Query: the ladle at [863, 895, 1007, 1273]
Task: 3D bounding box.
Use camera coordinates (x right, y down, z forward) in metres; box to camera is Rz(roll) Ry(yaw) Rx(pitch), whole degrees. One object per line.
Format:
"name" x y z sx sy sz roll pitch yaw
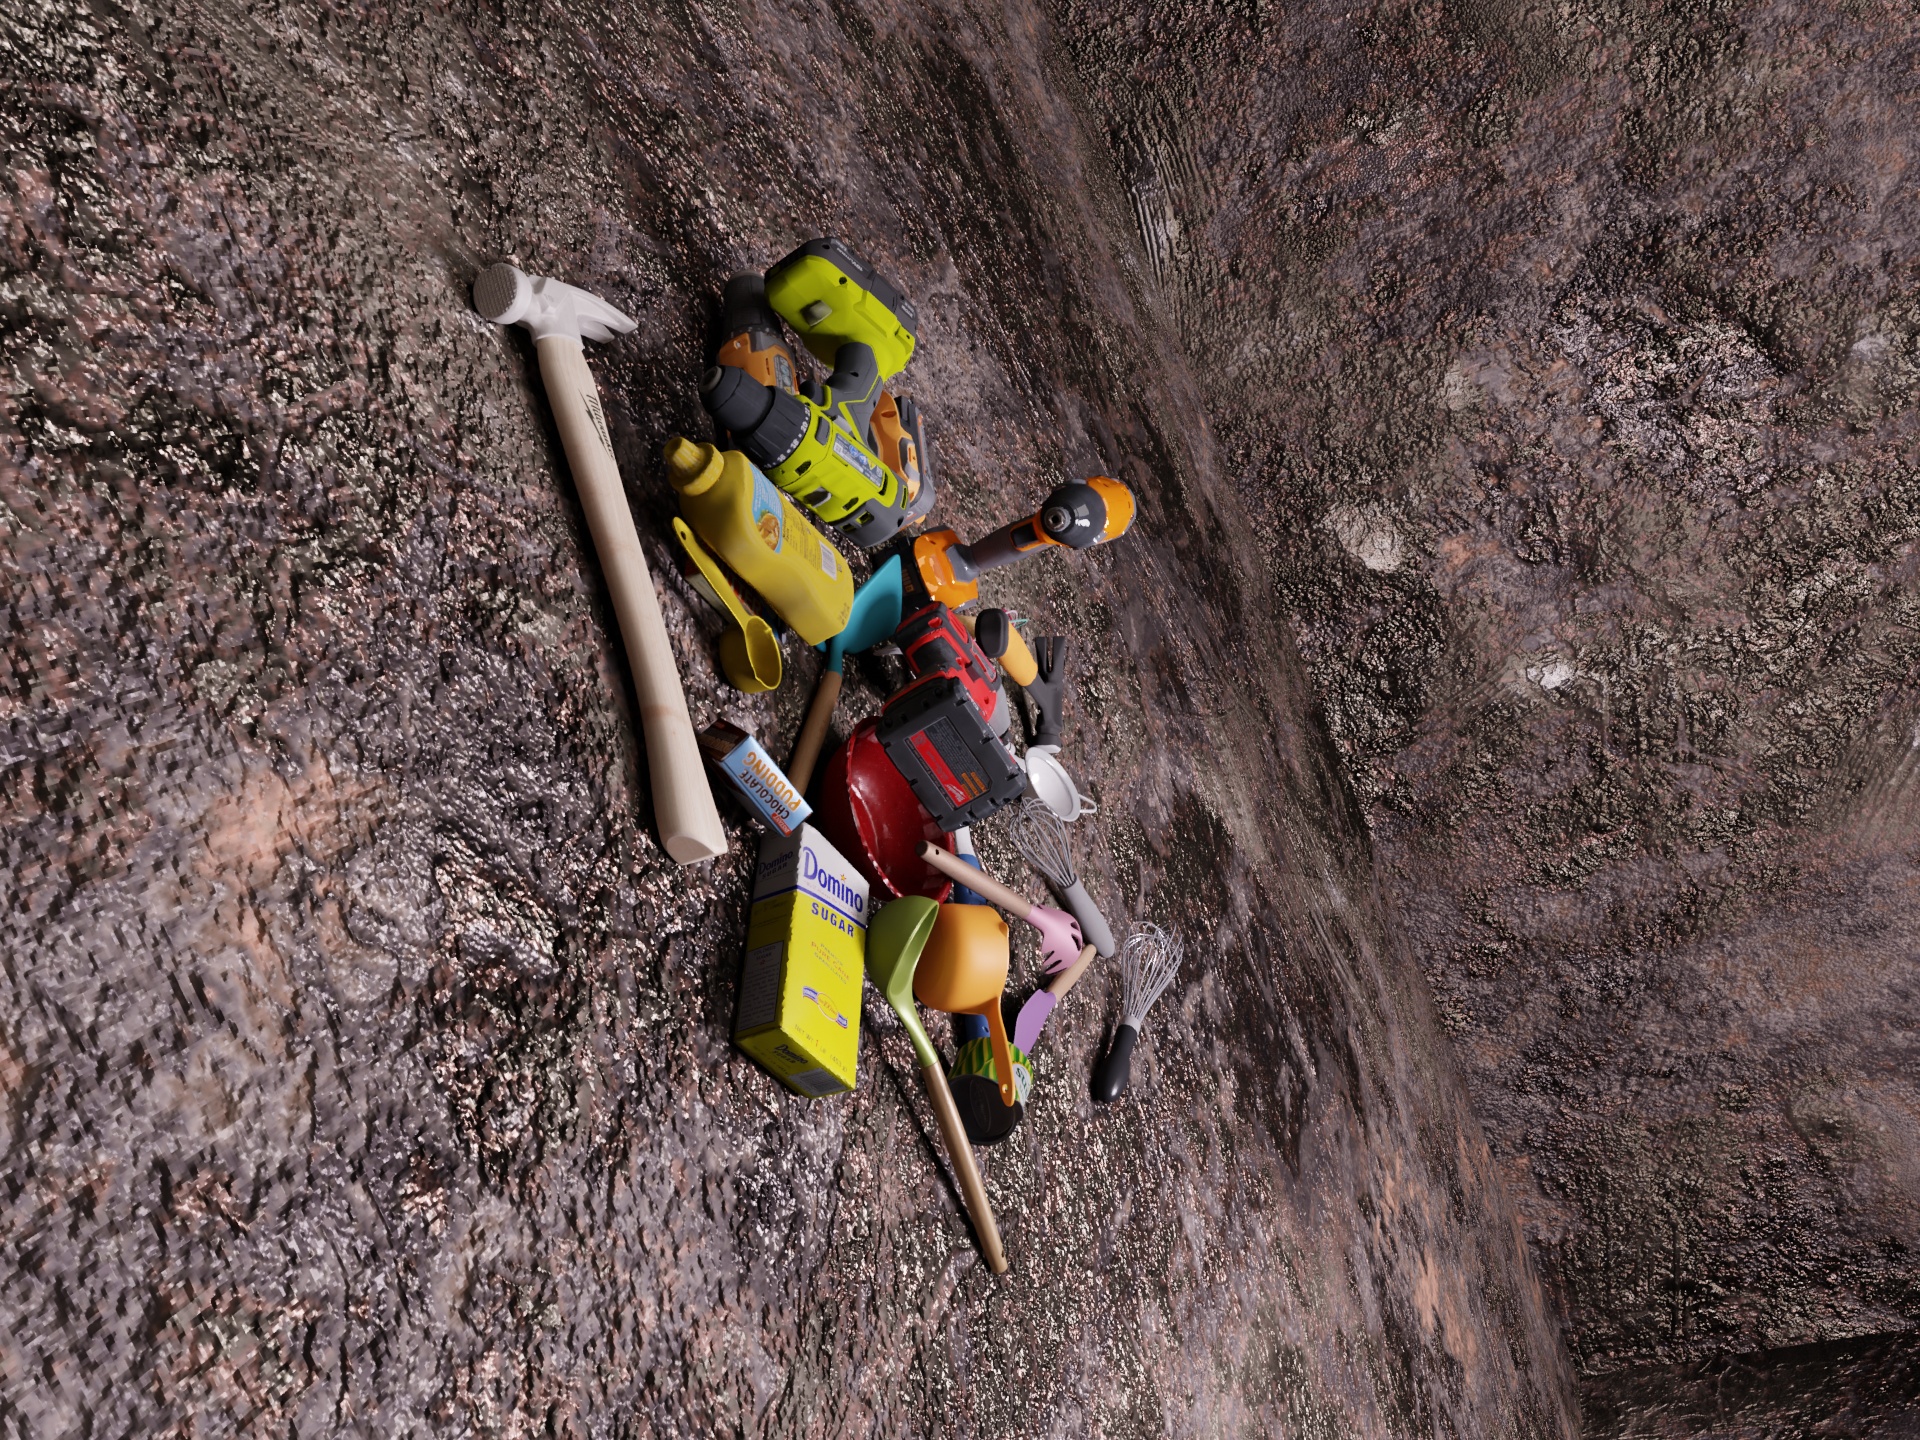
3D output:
"ladle" -0.005 0.282 1.210 0.078 0.062 0.320 -44 119 -62

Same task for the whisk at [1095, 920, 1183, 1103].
"whisk" 0.181 0.300 1.653 0.070 0.070 0.285 62 29 -19

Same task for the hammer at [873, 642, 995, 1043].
"hammer" -0.002 0.109 1.396 0.144 0.035 0.406 22 54 -48

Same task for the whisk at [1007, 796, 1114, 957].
"whisk" 0.105 0.162 1.606 0.055 0.055 0.238 -82 150 -48

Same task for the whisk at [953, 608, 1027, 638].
"whisk" 0.024 -0.089 1.581 0.245 0.051 0.047 -6 86 -75

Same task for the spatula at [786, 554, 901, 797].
"spatula" -0.098 -0.019 1.286 0.318 0.044 0.082 -76 171 -50

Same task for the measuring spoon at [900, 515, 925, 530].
"measuring spoon" -0.057 -0.198 1.565 0.021 0.011 0.117 67 23 -7

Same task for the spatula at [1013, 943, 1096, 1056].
"spatula" 0.089 0.257 1.493 0.316 0.018 0.059 -23 121 -72

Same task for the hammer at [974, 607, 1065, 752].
"hammer" 0.062 -0.059 1.556 0.336 0.034 0.127 43 48 -73

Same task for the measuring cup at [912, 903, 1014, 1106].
"measuring cup" 0.003 0.221 1.244 0.052 0.095 0.174 11 45 -27

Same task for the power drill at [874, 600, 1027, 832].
"power drill" -0.002 -0.004 1.319 0.143 0.078 0.220 55 14 -18

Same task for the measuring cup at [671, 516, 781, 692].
"measuring cup" -0.179 -0.083 1.160 0.062 0.029 0.156 -83 150 -49

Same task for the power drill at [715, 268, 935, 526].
"power drill" -0.125 -0.276 1.386 0.226 0.084 0.185 22 51 -51

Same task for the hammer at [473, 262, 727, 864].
"hammer" -0.224 -0.104 1.085 0.146 0.038 0.411 -2 74 -68

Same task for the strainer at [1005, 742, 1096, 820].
"strainer" 0.047 0.034 1.579 0.258 0.050 0.087 42 28 -38

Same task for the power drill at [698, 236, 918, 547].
"power drill" -0.115 -0.271 1.261 0.190 0.080 0.229 35 46 -36

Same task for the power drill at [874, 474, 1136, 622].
"power drill" 0.040 -0.163 1.475 0.084 0.226 0.164 69 23 -3

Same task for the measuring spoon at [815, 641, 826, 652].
"measuring spoon" -0.136 -0.112 1.305 0.128 0.021 0.042 61 24 -23

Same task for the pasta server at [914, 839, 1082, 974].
"pasta server" 0.035 0.155 1.350 0.316 0.040 0.060 38 43 -55
